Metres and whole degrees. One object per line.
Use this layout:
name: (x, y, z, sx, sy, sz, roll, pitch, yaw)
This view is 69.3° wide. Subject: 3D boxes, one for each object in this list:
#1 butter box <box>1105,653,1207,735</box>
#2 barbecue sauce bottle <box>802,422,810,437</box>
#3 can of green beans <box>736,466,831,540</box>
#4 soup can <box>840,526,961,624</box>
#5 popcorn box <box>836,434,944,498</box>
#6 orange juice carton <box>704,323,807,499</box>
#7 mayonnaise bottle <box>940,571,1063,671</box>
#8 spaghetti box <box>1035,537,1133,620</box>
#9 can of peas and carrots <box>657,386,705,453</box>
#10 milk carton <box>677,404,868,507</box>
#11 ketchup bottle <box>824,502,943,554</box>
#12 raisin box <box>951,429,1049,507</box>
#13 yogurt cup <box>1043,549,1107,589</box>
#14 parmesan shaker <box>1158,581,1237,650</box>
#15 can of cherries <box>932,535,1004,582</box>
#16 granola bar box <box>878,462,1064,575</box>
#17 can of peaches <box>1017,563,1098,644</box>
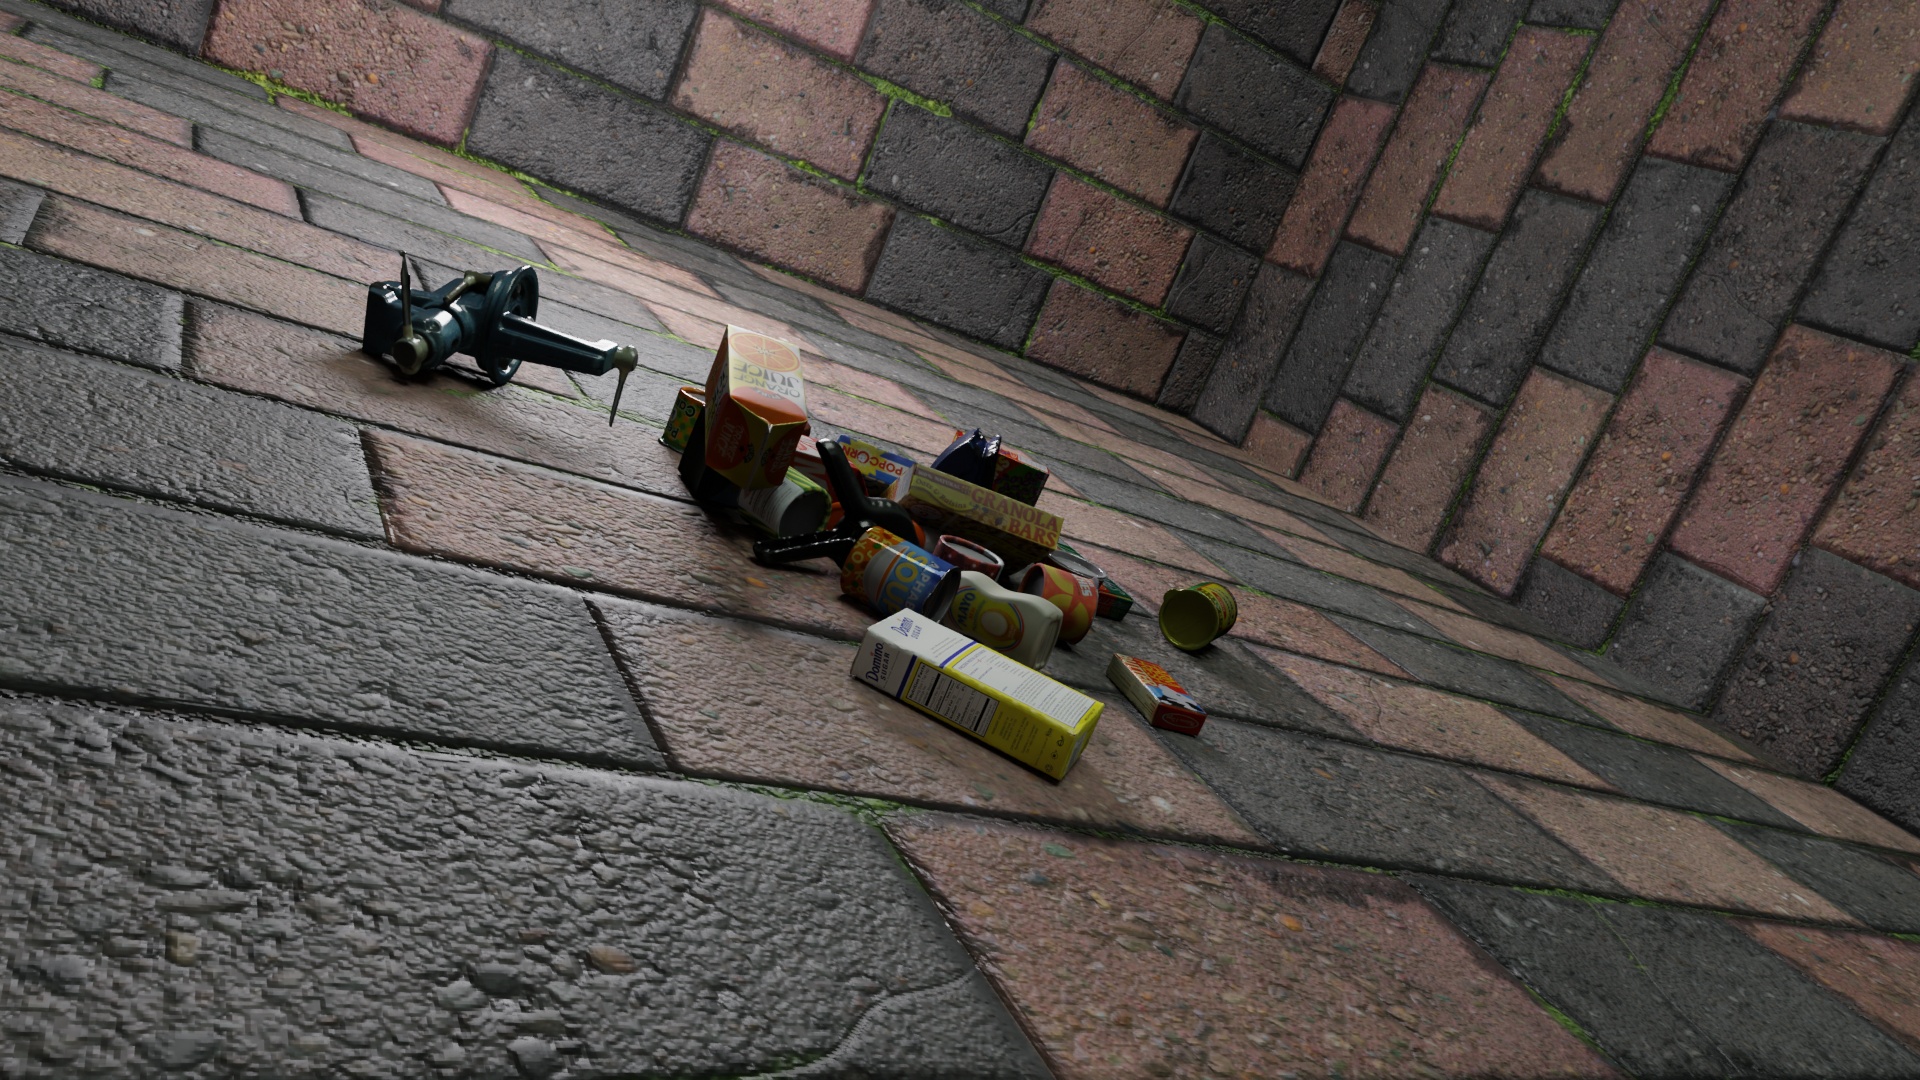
butter box: (0.177, 0.139, 1.262, 0.053, 0.024, 0.104, 17, 15, -24)
barbecue sauce bottle: (-0.227, -0.126, 1.568, 0.065, 0.043, 0.149, 28, 14, 14)
can of green beans: (-0.160, -0.032, 1.266, 0.058, 0.071, 0.071, 33, 16, 34)
soup can: (-0.052, 0.034, 1.190, 0.084, 0.071, 0.071, 27, 13, 17)
popcorn box: (-0.085, -0.063, 1.490, 0.127, 0.038, 0.085, 20, -21, -12)
orange juice carton: (-0.185, -0.114, 1.244, 0.073, 0.071, 0.193, 16, 29, -20)
mayonnaise bottle: (0.016, 0.060, 1.225, 0.148, 0.064, 0.041, 25, 16, 26)
spaghetti box: (0.115, 0.024, 1.596, 0.050, 0.028, 0.251, 16, 15, -30)
can of peas and carrots: (-0.272, -0.122, 1.443, 0.071, 0.058, 0.071, 22, 13, -5)
milk carton: (-0.169, -0.064, 1.360, 0.191, 0.073, 0.072, 16, 15, -32)
ketchup bottle: (-0.070, -0.004, 1.344, 0.064, 0.043, 0.149, -1, -9, 35)
raisin box: (0.037, -0.073, 1.718, 0.123, 0.086, 0.040, 22, 15, -7)
yogurt cup: (0.111, 0.047, 1.446, 0.072, 0.053, 0.072, 22, 13, -5)
parmesan shaker: (0.264, 0.080, 1.541, 0.071, 0.071, 0.103, 28, 14, 19)
can of cherries: (-0.002, 0.034, 1.295, 0.071, 0.058, 0.071, 23, 13, -5)
granola bar box: (0.005, -0.018, 1.427, 0.165, 0.039, 0.124, 20, -20, -15)
can of peaches: (0.092, 0.058, 1.332, 0.058, 0.071, 0.071, 18, 14, -18)
